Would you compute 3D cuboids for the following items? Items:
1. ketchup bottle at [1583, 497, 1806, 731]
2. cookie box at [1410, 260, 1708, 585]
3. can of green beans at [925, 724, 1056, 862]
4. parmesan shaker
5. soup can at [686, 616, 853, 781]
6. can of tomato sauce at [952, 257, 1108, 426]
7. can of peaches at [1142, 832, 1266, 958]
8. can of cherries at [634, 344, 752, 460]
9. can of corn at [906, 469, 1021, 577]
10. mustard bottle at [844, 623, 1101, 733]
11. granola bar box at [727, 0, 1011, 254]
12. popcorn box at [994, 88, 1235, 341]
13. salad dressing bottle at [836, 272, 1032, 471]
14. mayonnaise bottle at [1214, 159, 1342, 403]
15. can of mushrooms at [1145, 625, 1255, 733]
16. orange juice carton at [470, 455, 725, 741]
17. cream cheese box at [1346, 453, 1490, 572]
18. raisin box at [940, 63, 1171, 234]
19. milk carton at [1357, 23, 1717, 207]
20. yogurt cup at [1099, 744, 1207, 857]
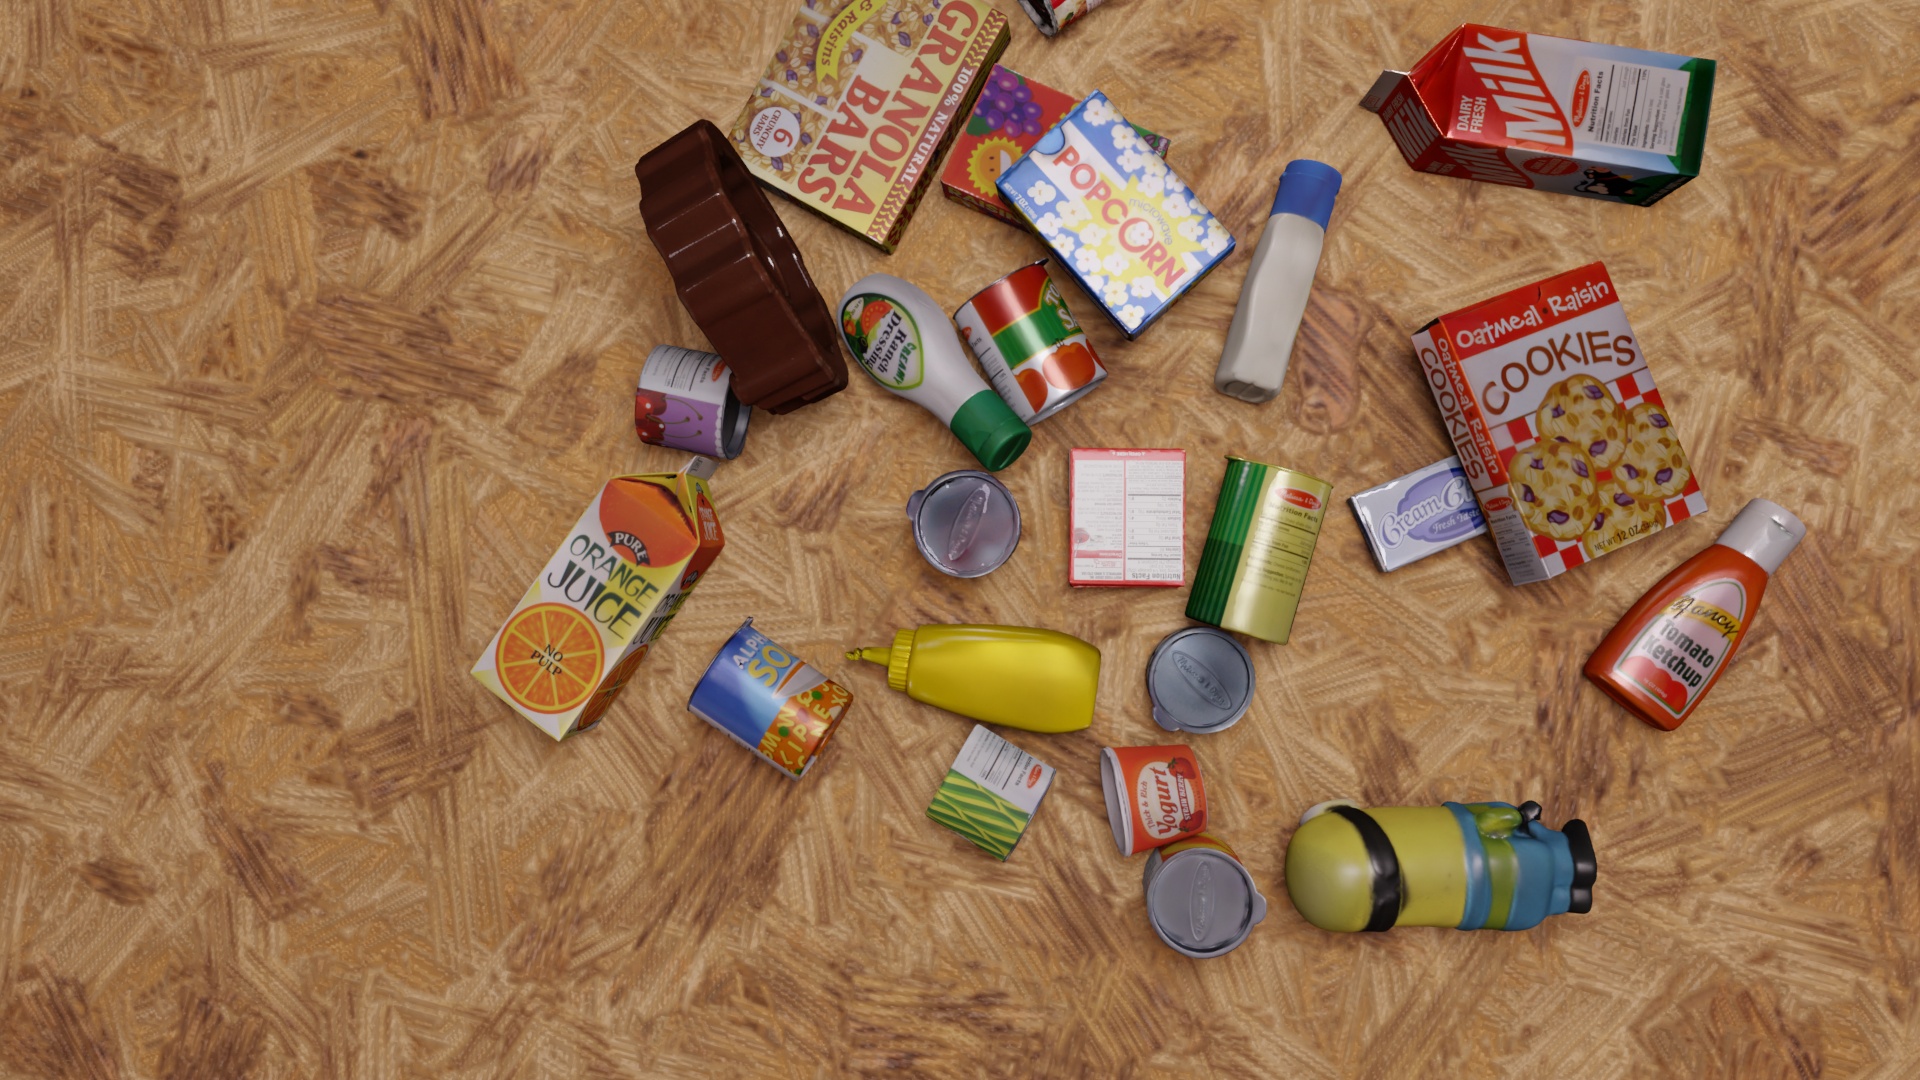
[{"bbox_3d":[0.453,0.042,0.849,0.065,0.043,0.149,39,91,4],"label":"ketchup bottle"},{"bbox_3d":[0.364,-0.073,0.844,0.123,0.040,0.167,-20,87,-15],"label":"cookie box"},{"bbox_3d":[0.019,0.157,0.864,0.058,0.071,0.071,30,91,5],"label":"can of green beans"},{"bbox_3d":[0.181,0.006,0.857,0.071,0.071,0.103,17,90,4],"label":"parmesan shaker"},{"bbox_3d":[-0.118,0.100,0.875,0.084,0.071,0.071,33,91,4],"label":"soup can"},{"bbox_3d":[0.046,-0.123,0.871,0.071,0.071,0.083,-31,87,3],"label":"can of tomato sauce"},{"bbox_3d":[0.149,0.218,0.857,0.071,0.058,0.071,0,88,4],"label":"can of peaches"},{"bbox_3d":[-0.169,-0.086,0.887,0.058,0.071,0.071,10,89,5],"label":"can of cherries"},{"bbox_3d":[0.003,-0.011,0.874,0.071,0.058,0.071,0,89,4],"label":"can of corn"},{"bbox_3d":[0.007,0.081,0.876,0.160,0.049,0.065,9,89,5],"label":"mustard bottle"},{"bbox_3d":[-0.061,-0.287,0.898,0.124,0.039,0.165,29,90,5],"label":"granola bar box"},{"bbox_3d":[0.094,-0.196,0.845,0.085,0.038,0.127,-42,88,3],"label":"popcorn box"},{"bbox_3d":[-0.016,-0.105,0.866,0.148,0.044,0.064,47,125,20],"label":"salad dressing bottle"},{"bbox_3d":[0.199,-0.162,0.866,0.041,0.064,0.148,19,86,1],"label":"mayonnaise bottle"},{"bbox_3d":[0.148,0.088,0.874,0.071,0.033,0.071,0,89,3],"label":"can of mushrooms"},{"bbox_3d":[-0.216,0.026,0.882,0.073,0.072,0.192,36,91,4],"label":"orange juice carton"},{"bbox_3d":[0.302,-0.022,0.871,0.104,0.024,0.053,-22,85,3],"label":"cream cheese box"},{"bbox_3d":[0.060,-0.238,0.888,0.123,0.040,0.086,25,91,3],"label":"raisin box"},{"bbox_3d":[0.347,-0.263,0.852,0.191,0.072,0.073,10,89,3],"label":"milk carton"},{"bbox_3d":[0.120,0.158,0.859,0.054,0.072,0.072,-9,88,-4],"label":"yogurt cup"}]
